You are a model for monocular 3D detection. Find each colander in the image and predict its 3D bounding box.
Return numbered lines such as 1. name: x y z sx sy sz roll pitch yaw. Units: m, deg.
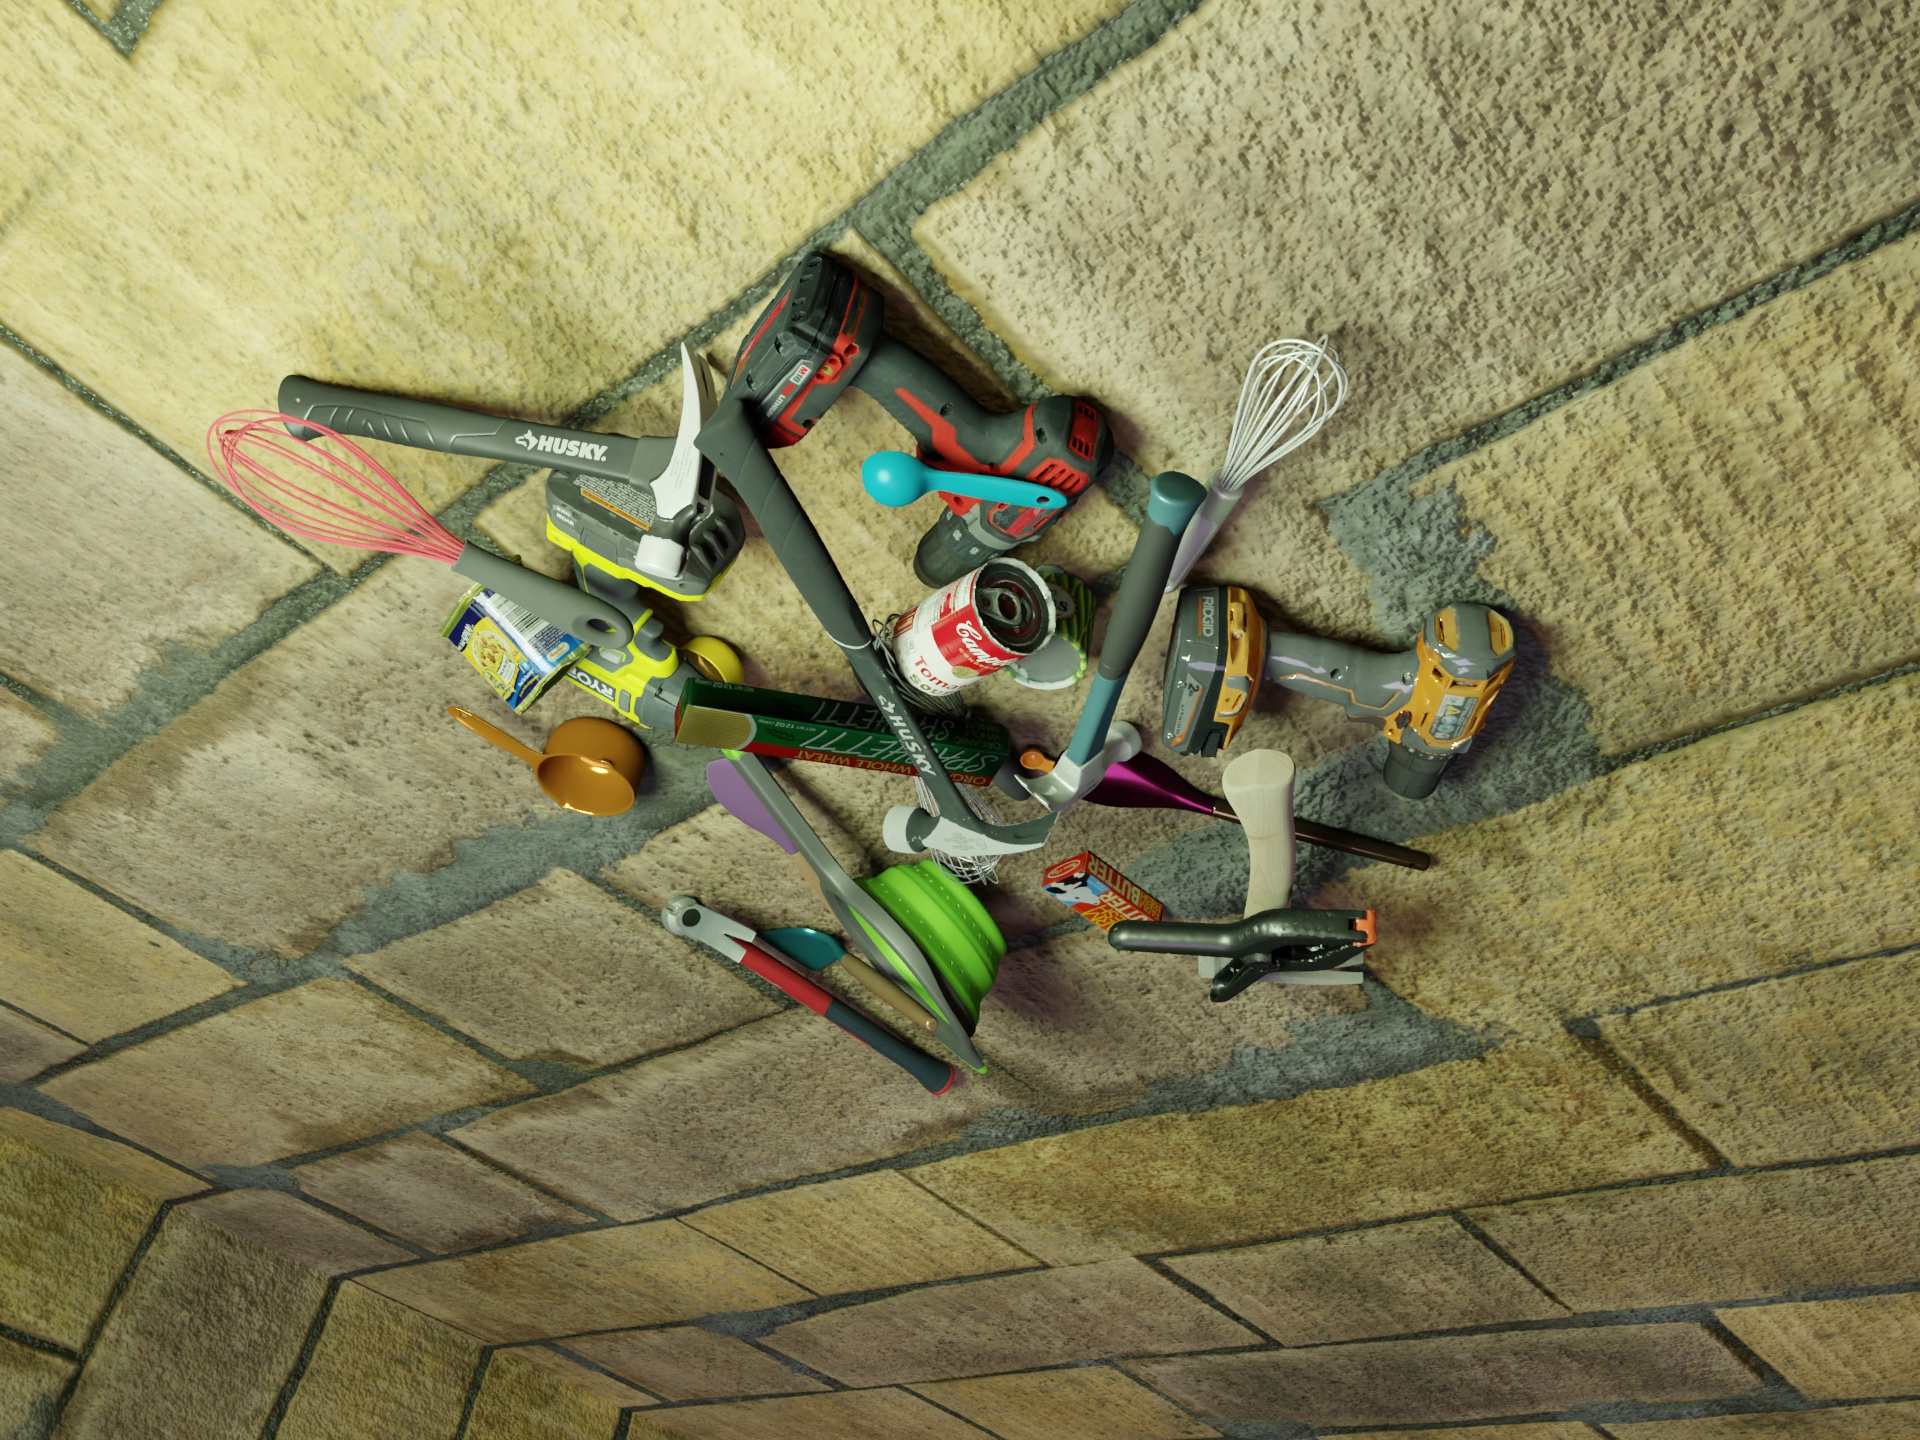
1. colander: -0.070 0.128 1.384 0.396 0.094 0.205 55 165 -20

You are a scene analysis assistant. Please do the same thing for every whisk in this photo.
1. whisk: 0.172 -0.154 1.005 0.058 0.059 0.246 27 145 -2
2. whisk: -0.029 0.036 1.291 0.070 0.070 0.284 -8 132 24
3. whisk: -0.003 -0.004 1.241 0.055 0.055 0.238 -11 140 27
4. whisk: -0.350 -0.119 1.051 0.295 0.073 0.073 28 139 -23

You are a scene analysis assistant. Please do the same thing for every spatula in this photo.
1. spatula: -0.099 0.242 1.480 0.082 0.044 0.318 38 171 -27
2. spatula: -0.144 0.135 1.469 0.060 0.018 0.315 -13 134 20

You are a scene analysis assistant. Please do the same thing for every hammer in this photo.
1. hammer: -0.312 -0.194 1.055 0.335 0.146 0.035 12 175 18
2. hammer: 0.110 -0.046 1.092 0.033 0.128 0.330 41 147 20
3. hammer: 0.258 0.129 1.273 0.146 0.038 0.410 2 152 12
4. hammer: -0.062 -0.043 1.060 0.149 0.036 0.408 2 138 34
5. hammer: -0.127 0.292 1.608 0.385 0.038 0.143 41 163 -35

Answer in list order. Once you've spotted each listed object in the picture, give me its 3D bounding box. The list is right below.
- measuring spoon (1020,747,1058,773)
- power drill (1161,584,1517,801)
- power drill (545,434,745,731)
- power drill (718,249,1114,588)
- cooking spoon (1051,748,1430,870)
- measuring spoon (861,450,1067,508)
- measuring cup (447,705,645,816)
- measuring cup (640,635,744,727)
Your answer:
1. measuring spoon: 0.102 0.046 1.300 0.117 0.011 0.021 20 132 -15
2. power drill: 0.259 -0.013 1.132 0.226 0.084 0.185 5 143 3
3. power drill: -0.232 -0.084 1.159 0.171 0.080 0.223 29 143 5
4. power drill: -0.039 -0.175 1.017 0.226 0.080 0.188 26 143 -22
5. cooking spoon: 0.229 0.077 1.291 0.319 0.017 0.068 15 133 -4
6. measuring spoon: 0.001 -0.138 0.977 0.128 0.021 0.042 9 147 1
7. measuring cup: -0.350 0.016 1.356 0.173 0.052 0.095 32 138 -20
8. measuring cup: -0.223 -0.026 1.290 0.062 0.029 0.156 50 144 -10
